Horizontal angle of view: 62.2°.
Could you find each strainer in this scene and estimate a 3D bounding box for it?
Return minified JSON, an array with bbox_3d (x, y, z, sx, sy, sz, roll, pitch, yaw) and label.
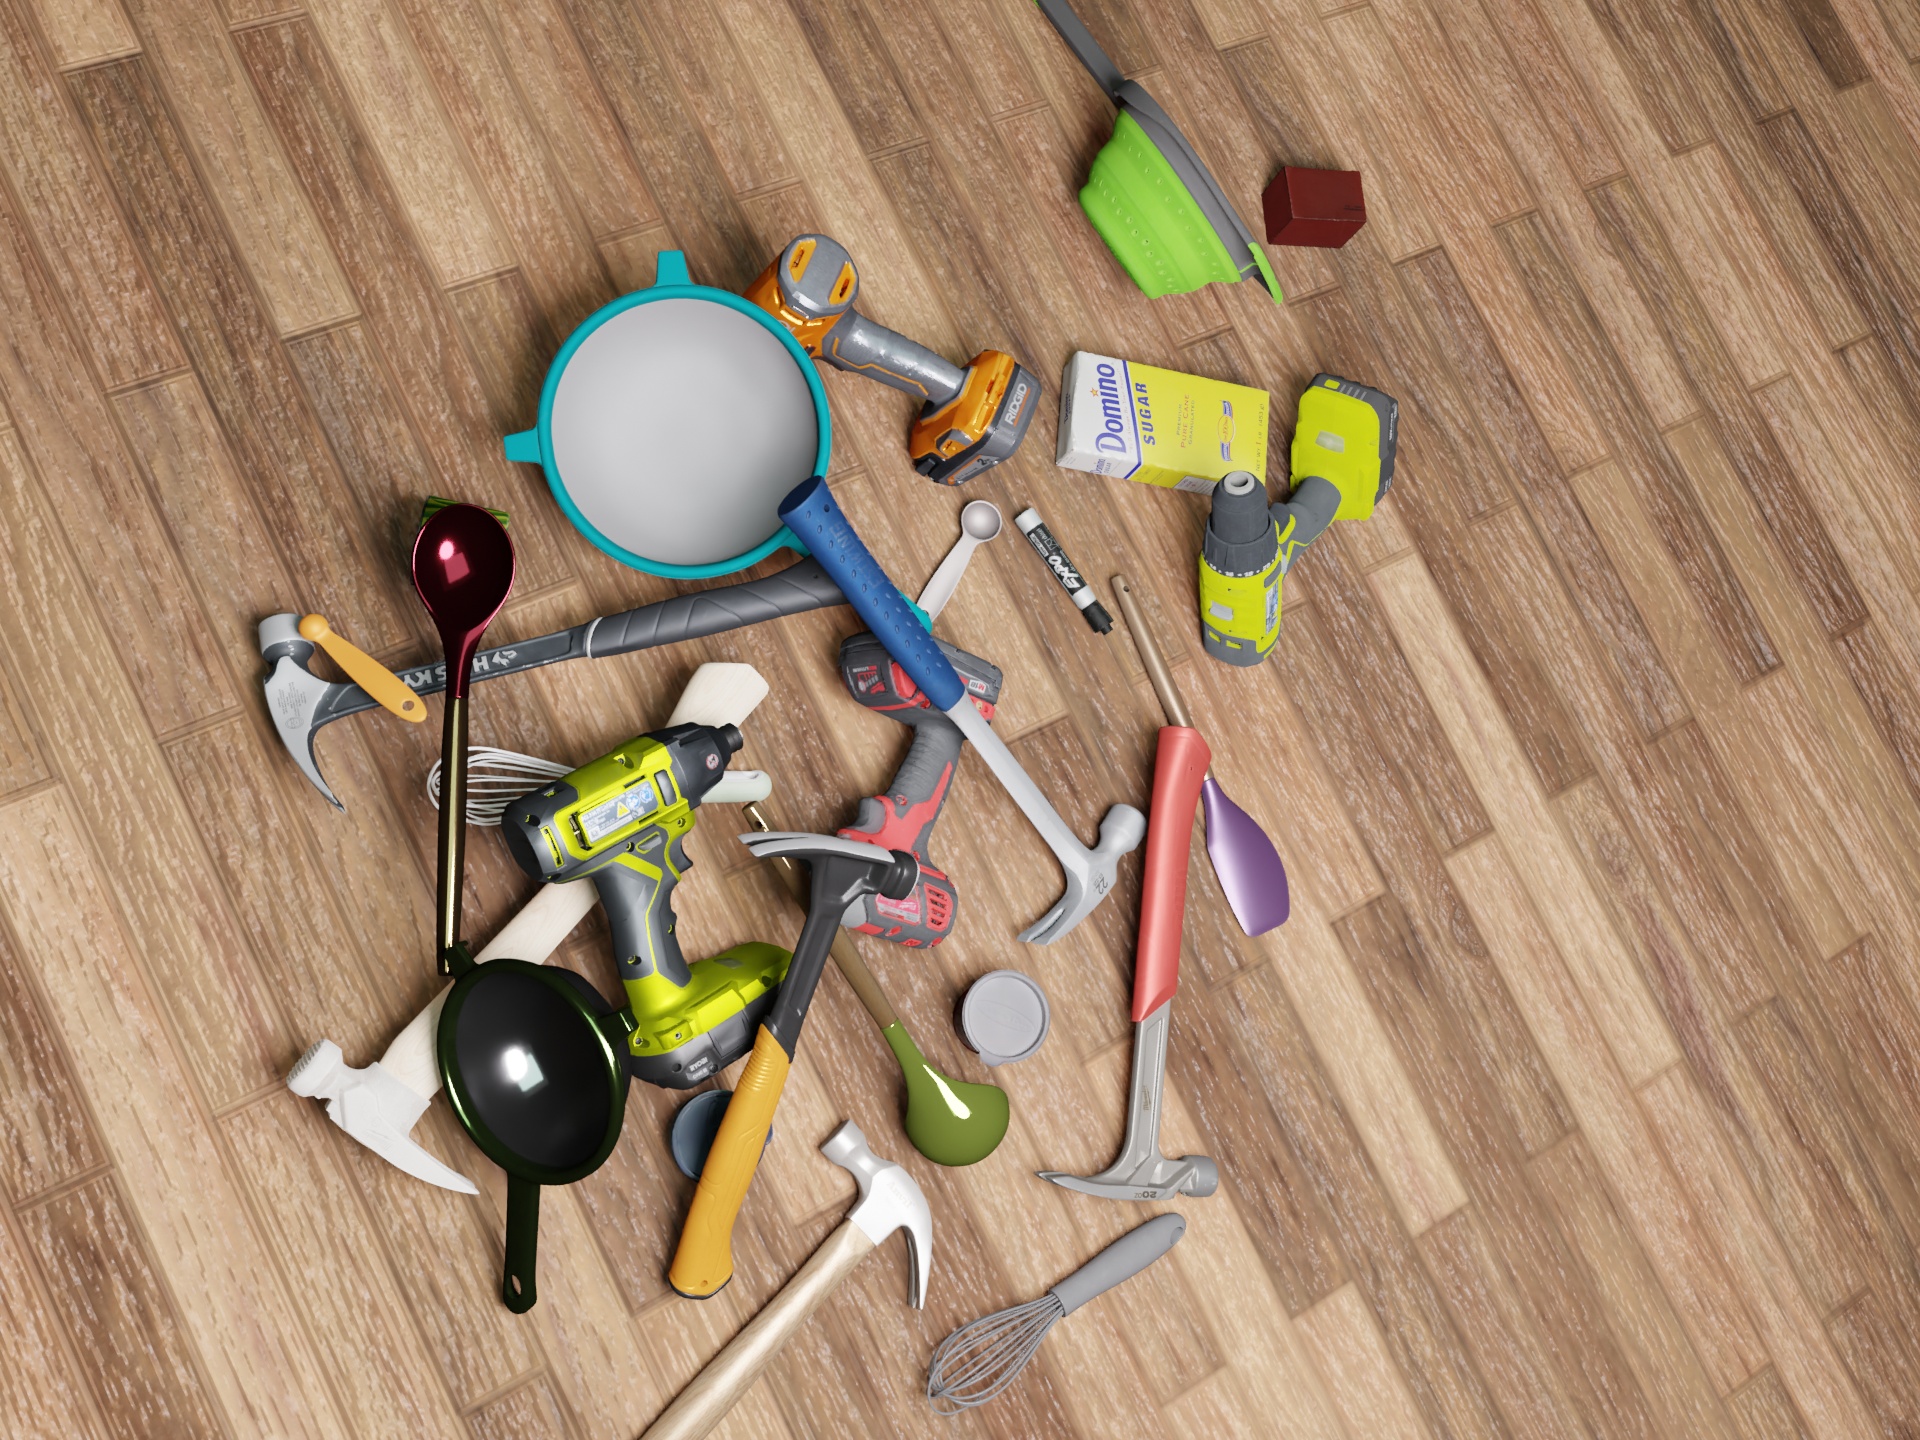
[{"bbox_3d":[-0.268,0.267,1.045,0.151,0.069,0.256,16,109,24],"label":"strainer"},{"bbox_3d":[-0.158,-0.175,1.209,0.340,0.095,0.211,40,91,-15],"label":"strainer"}]

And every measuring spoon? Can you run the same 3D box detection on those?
[{"bbox_3d":[-0.007,-0.123,1.287,0.034,0.018,0.124,33,77,-7],"label":"measuring spoon"},{"bbox_3d":[-0.408,-0.037,1.084,0.117,0.011,0.021,37,69,11],"label":"measuring spoon"}]

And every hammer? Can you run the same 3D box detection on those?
[{"bbox_3d":[-0.266,0.127,1.107,0.146,0.038,0.411,44,72,-19],"label":"hammer"},{"bbox_3d":[0.143,0.181,1.218,0.149,0.037,0.359,11,79,-26],"label":"hammer"},{"bbox_3d":[-0.002,-0.004,1.151,0.405,0.035,0.144,52,59,-28],"label":"hammer"},{"bbox_3d":[-0.147,0.443,1.100,0.130,0.031,0.331,46,70,-2],"label":"hammer"},{"bbox_3d":[-0.277,-0.050,1.125,0.409,0.036,0.149,-15,68,-10],"label":"hammer"},{"bbox_3d":[-0.136,0.235,1.064,0.127,0.034,0.337,14,101,-35],"label":"hammer"}]

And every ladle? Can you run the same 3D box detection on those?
[{"bbox_3d":[-0.336,0.011,1.063,0.069,0.031,0.315,1,81,-7],"label":"ladle"},{"bbox_3d":[-0.064,0.187,1.126,0.078,0.062,0.320,-29,103,10],"label":"ladle"}]

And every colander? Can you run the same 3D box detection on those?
[{"bbox_3d":[0.125,-0.492,1.367,0.094,0.204,0.397,-36,70,13],"label":"colander"}]

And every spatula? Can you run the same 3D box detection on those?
[{"bbox_3d":[0.194,0.025,1.307,0.060,0.018,0.316,-22,86,-21],"label":"spatula"}]

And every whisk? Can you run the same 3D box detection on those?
[{"bbox_3d":[0.073,0.429,1.164,0.239,0.055,0.055,-25,86,-25],"label":"whisk"},{"bbox_3d":[-0.258,0.047,1.154,0.246,0.058,0.059,1,112,-21],"label":"whisk"}]

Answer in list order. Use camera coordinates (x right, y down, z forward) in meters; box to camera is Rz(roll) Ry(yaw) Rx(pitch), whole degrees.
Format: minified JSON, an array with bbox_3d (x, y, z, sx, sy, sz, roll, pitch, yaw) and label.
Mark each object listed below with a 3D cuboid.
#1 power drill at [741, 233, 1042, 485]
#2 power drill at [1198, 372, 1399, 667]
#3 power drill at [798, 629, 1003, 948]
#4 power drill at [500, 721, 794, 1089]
[{"bbox_3d":[-0.069,-0.275,1.239,0.226,0.164,0.084,29,70,-22],"label":"power drill"},{"bbox_3d":[0.268,-0.177,1.294,0.080,0.190,0.228,26,61,27],"label":"power drill"},{"bbox_3d":[-0.053,0.049,1.178,0.143,0.078,0.220,23,72,-37],"label":"power drill"},{"bbox_3d":[-0.193,0.120,1.086,0.171,0.080,0.223,-30,113,-32],"label":"power drill"}]
